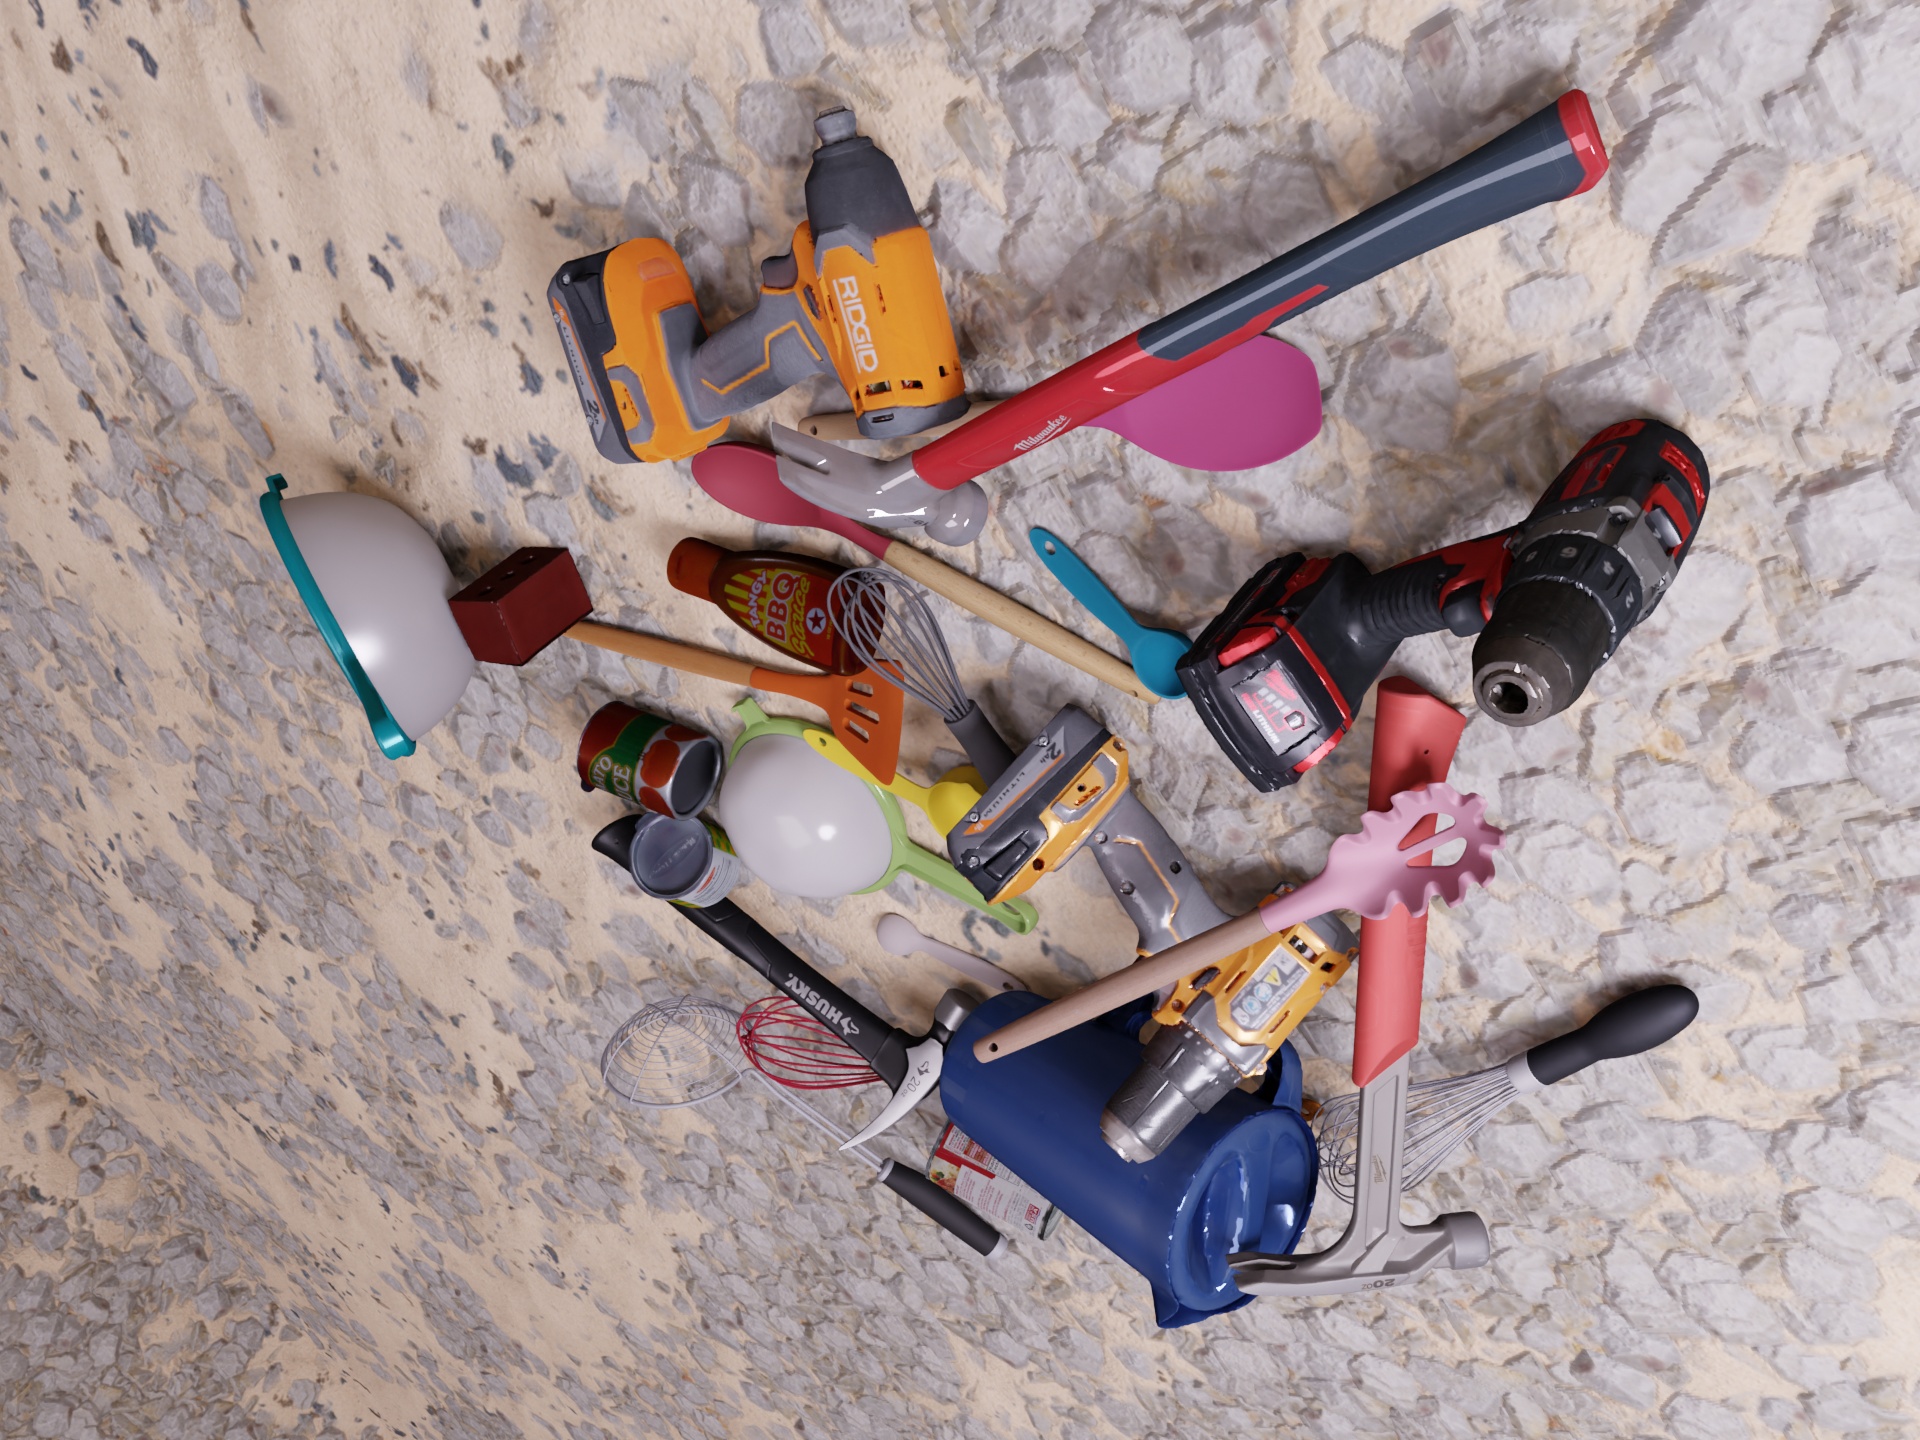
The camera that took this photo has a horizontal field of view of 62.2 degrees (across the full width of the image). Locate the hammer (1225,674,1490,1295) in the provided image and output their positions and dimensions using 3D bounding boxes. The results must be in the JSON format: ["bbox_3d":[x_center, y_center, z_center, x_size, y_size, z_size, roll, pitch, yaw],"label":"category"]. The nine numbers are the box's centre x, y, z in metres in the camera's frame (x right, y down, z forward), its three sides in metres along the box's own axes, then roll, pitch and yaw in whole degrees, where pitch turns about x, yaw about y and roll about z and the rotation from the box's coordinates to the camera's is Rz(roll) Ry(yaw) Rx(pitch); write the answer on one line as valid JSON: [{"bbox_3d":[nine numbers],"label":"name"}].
[{"bbox_3d":[0.223,0.152,0.862,0.149,0.037,0.359,-4,109,-6],"label":"hammer"}]

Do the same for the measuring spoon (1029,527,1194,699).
[{"bbox_3d":[0.088,-0.065,0.891,0.129,0.021,0.042,46,138,9],"label":"measuring spoon"}]

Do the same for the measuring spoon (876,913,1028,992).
[{"bbox_3d":[-0.009,0.175,1.145,0.124,0.018,0.034,21,133,20],"label":"measuring spoon"}]

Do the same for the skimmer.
[{"bbox_3d":[-0.126,0.350,1.316,0.363,0.127,0.090,38,121,-7],"label":"skimmer"}]

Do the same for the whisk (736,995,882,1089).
[{"bbox_3d":[-0.046,0.262,1.215,0.296,0.073,0.073,6,126,26],"label":"whisk"}]

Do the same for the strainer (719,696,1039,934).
[{"bbox_3d":[-0.071,0.098,1.092,0.256,0.069,0.151,25,134,20],"label":"strainer"}]

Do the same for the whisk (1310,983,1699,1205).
[{"bbox_3d":[0.305,0.215,0.926,0.070,0.070,0.284,45,132,-2],"label":"whisk"}]

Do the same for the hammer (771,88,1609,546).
[{"bbox_3d":[0.090,-0.175,0.716,0.386,0.143,0.038,-22,69,35],"label":"hammer"}]

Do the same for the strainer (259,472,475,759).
[{"bbox_3d":[-0.385,-0.063,1.102,0.341,0.095,0.210,39,154,56],"label":"strainer"}]

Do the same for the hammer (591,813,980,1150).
[{"bbox_3d":[-0.152,0.181,1.207,0.335,0.035,0.146,35,100,17],"label":"hammer"}]

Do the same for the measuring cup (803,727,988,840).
[{"bbox_3d":[-0.034,0.035,1.048,0.157,0.029,0.062,27,135,20],"label":"measuring cup"}]

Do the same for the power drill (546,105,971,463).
[{"bbox_3d":[-0.112,-0.226,0.858,0.226,0.084,0.164,-2,112,33],"label":"power drill"}]

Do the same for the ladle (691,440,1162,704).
[{"bbox_3d":[-0.020,-0.088,0.939,0.315,0.031,0.069,29,154,11],"label":"ladle"}]

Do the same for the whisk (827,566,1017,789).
[{"bbox_3d":[-0.002,-0.002,0.965,0.055,0.055,0.238,-10,128,40],"label":"whisk"}]

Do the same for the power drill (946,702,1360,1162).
[{"bbox_3d":[0.092,0.124,0.921,0.226,0.185,0.084,42,175,3],"label":"power drill"}]

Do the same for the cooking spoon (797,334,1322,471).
[{"bbox_3d":[0.040,-0.163,0.843,0.319,0.017,0.068,3,116,34],"label":"cooking spoon"}]

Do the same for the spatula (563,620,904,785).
[{"bbox_3d":[-0.163,-0.034,1.076,0.323,0.041,0.081,14,106,29],"label":"spatula"}]

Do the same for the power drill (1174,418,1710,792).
[{"bbox_3d":[0.205,-0.038,0.703,0.226,0.188,0.080,-24,107,49],"label":"power drill"}]

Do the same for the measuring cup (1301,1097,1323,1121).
[{"bbox_3d":[0.171,0.290,1.079,0.095,0.052,0.173,51,138,-9],"label":"measuring cup"}]

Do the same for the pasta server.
[{"bbox_3d":[0.134,0.116,0.830,0.316,0.040,0.060,-29,81,23],"label":"pasta server"}]
